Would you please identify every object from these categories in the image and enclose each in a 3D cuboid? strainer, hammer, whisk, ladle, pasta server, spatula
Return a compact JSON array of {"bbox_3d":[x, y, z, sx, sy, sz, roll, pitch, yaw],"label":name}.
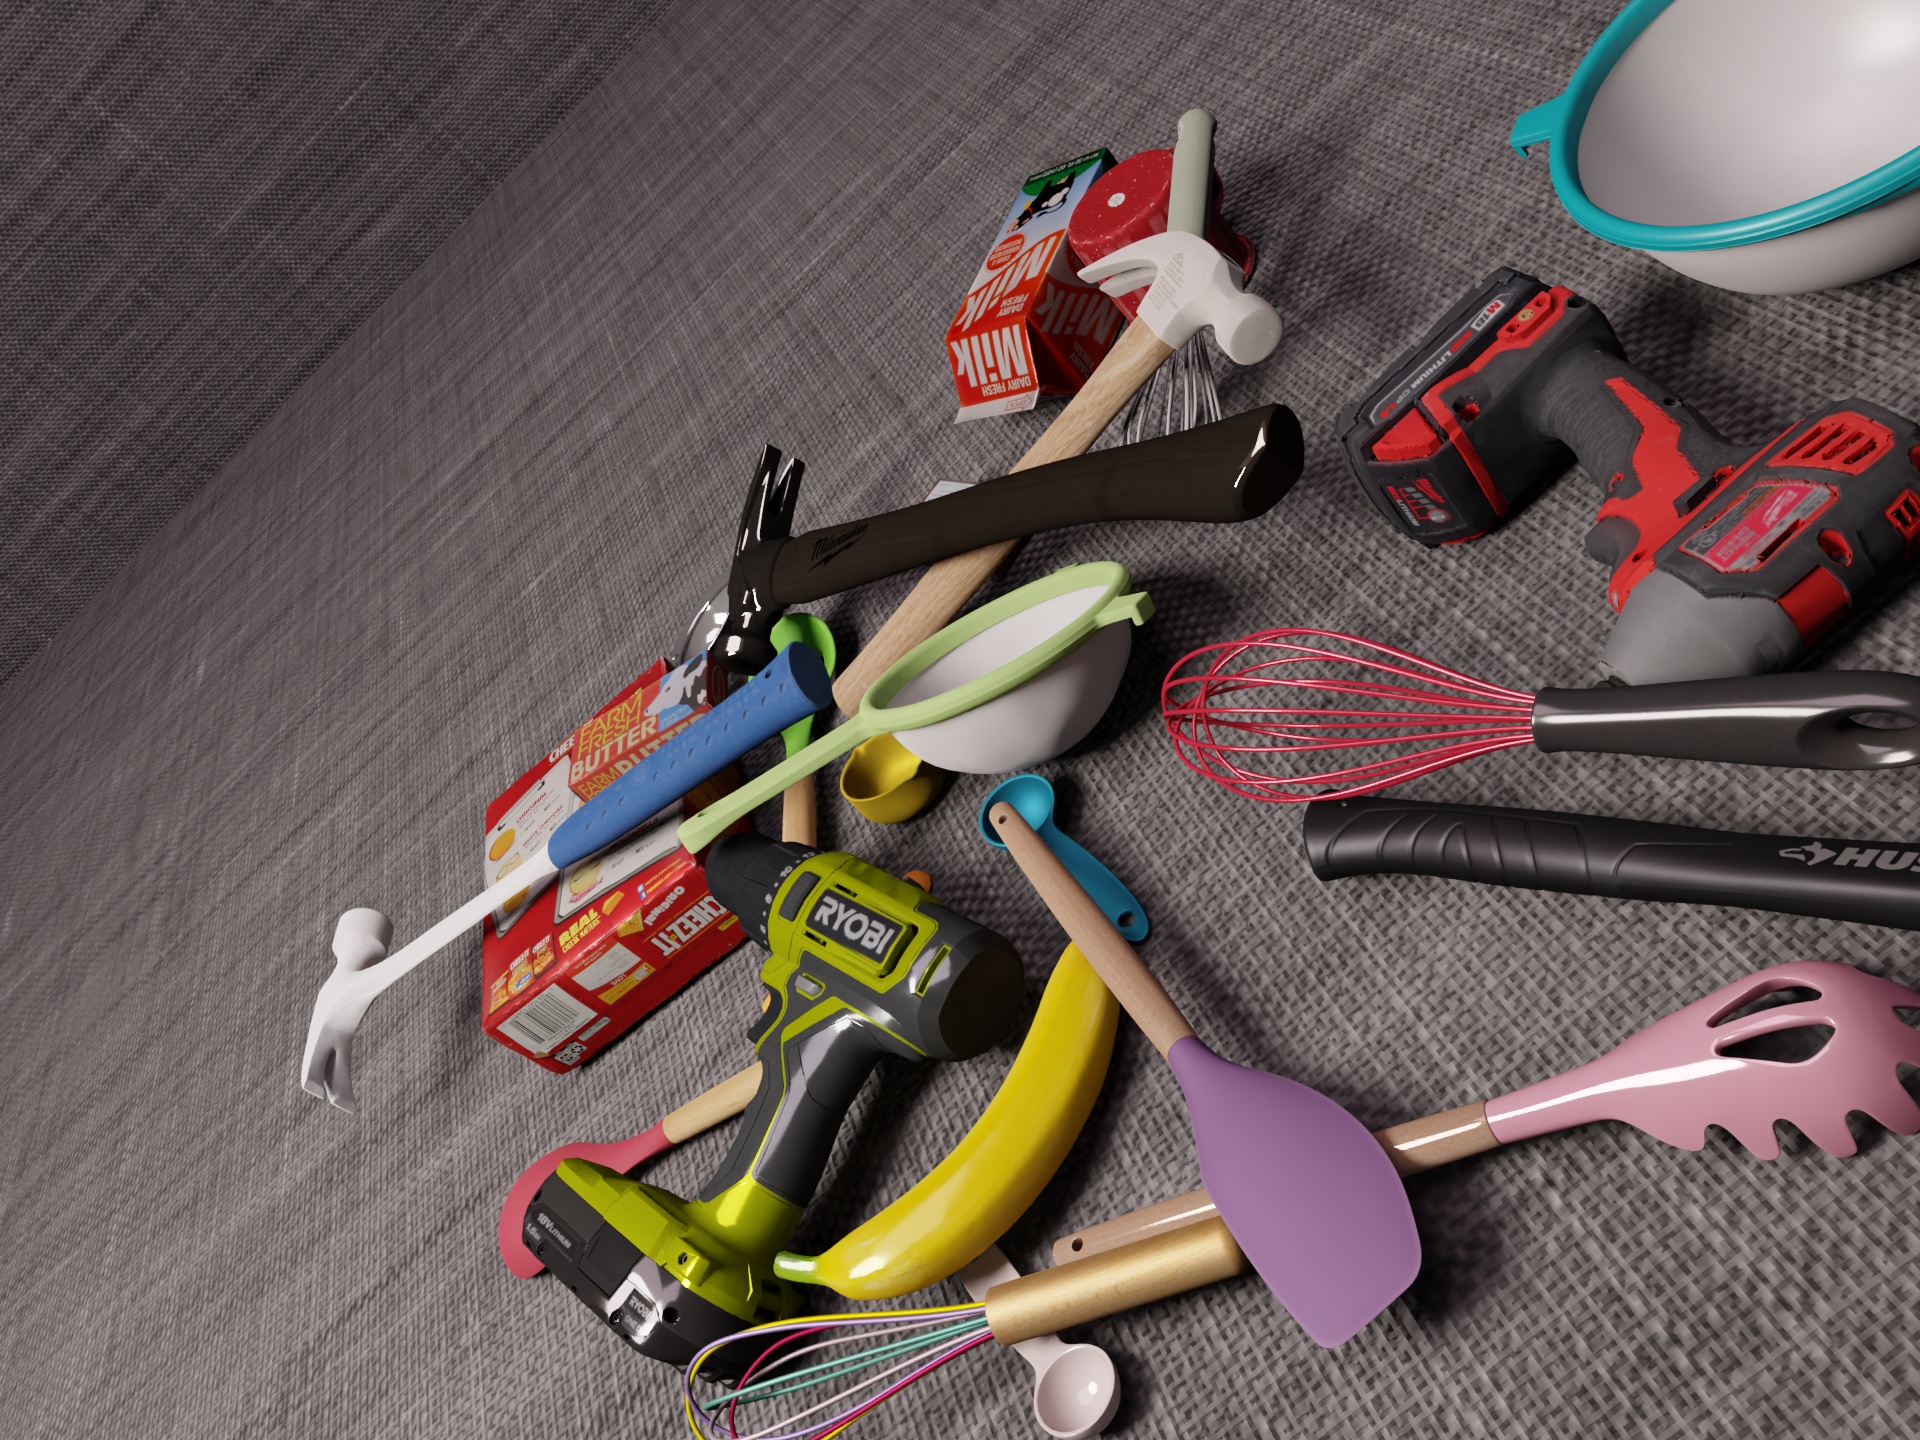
[{"bbox_3d":[-0.015,0.013,0.790,0.256,0.069,0.151,-31,15,-3],"label":"strainer"},{"bbox_3d":[0.006,-0.116,0.853,0.411,0.038,0.146,-7,68,47],"label":"hammer"},{"bbox_3d":[0.246,0.045,0.521,0.146,0.035,0.335,-35,20,-29],"label":"hammer"},{"bbox_3d":[-0.213,-0.019,1.099,0.258,0.050,0.087,-42,29,19],"label":"strainer"},{"bbox_3d":[-0.232,0.083,0.889,0.405,0.035,0.144,-33,36,23],"label":"hammer"},{"bbox_3d":[0.192,-0.001,0.574,0.296,0.073,0.073,1,57,44],"label":"whisk"},{"bbox_3d":[-0.126,0.198,0.805,0.315,0.031,0.069,-32,37,19],"label":"ladle"},{"bbox_3d":[0.125,-0.231,0.885,0.059,0.057,0.246,5,76,4],"label":"whisk"},{"bbox_3d":[-0.003,0.234,0.601,0.245,0.051,0.047,-25,51,19],"label":"whisk"},{"bbox_3d":[0.375,-0.210,0.609,0.211,0.095,0.341,-38,38,18],"label":"strainer"},{"bbox_3d":[0.033,-0.126,0.878,0.331,0.031,0.130,-49,43,22],"label":"hammer"},{"bbox_3d":[0.163,0.149,0.546,0.316,0.040,0.060,-29,38,31],"label":"pasta server"},{"bbox_3d":[0.078,0.113,0.630,0.060,0.018,0.316,-44,35,3],"label":"spatula"}]

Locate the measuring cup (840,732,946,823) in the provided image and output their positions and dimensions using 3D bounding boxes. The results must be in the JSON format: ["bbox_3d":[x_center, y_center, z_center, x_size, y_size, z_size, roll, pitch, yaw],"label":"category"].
[{"bbox_3d":[-0.001,-0.003,0.877,0.156,0.029,0.062,-45,33,-17],"label":"measuring cup"}]

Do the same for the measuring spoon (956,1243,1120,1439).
[{"bbox_3d":[0.027,0.235,0.618,0.034,0.018,0.124,-44,27,-7],"label":"measuring spoon"}]

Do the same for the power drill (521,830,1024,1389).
[{"bbox_3d":[-0.097,0.164,0.737,0.191,0.080,0.228,21,74,42],"label":"power drill"}]

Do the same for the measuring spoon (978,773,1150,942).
[{"bbox_3d":[0.053,0.070,0.752,0.042,0.021,0.129,-43,44,-2],"label":"measuring spoon"}]

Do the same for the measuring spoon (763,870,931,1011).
[{"bbox_3d":[-0.062,0.115,0.828,0.117,0.011,0.021,-40,35,12],"label":"measuring spoon"}]

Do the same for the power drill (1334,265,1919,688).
[{"bbox_3d":[0.256,-0.088,0.635,0.143,0.078,0.220,-44,38,6],"label":"power drill"}]

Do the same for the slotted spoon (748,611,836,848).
[{"bbox_3d":[-0.093,0.047,0.909,0.070,0.031,0.314,-33,37,21],"label":"slotted spoon"}]
